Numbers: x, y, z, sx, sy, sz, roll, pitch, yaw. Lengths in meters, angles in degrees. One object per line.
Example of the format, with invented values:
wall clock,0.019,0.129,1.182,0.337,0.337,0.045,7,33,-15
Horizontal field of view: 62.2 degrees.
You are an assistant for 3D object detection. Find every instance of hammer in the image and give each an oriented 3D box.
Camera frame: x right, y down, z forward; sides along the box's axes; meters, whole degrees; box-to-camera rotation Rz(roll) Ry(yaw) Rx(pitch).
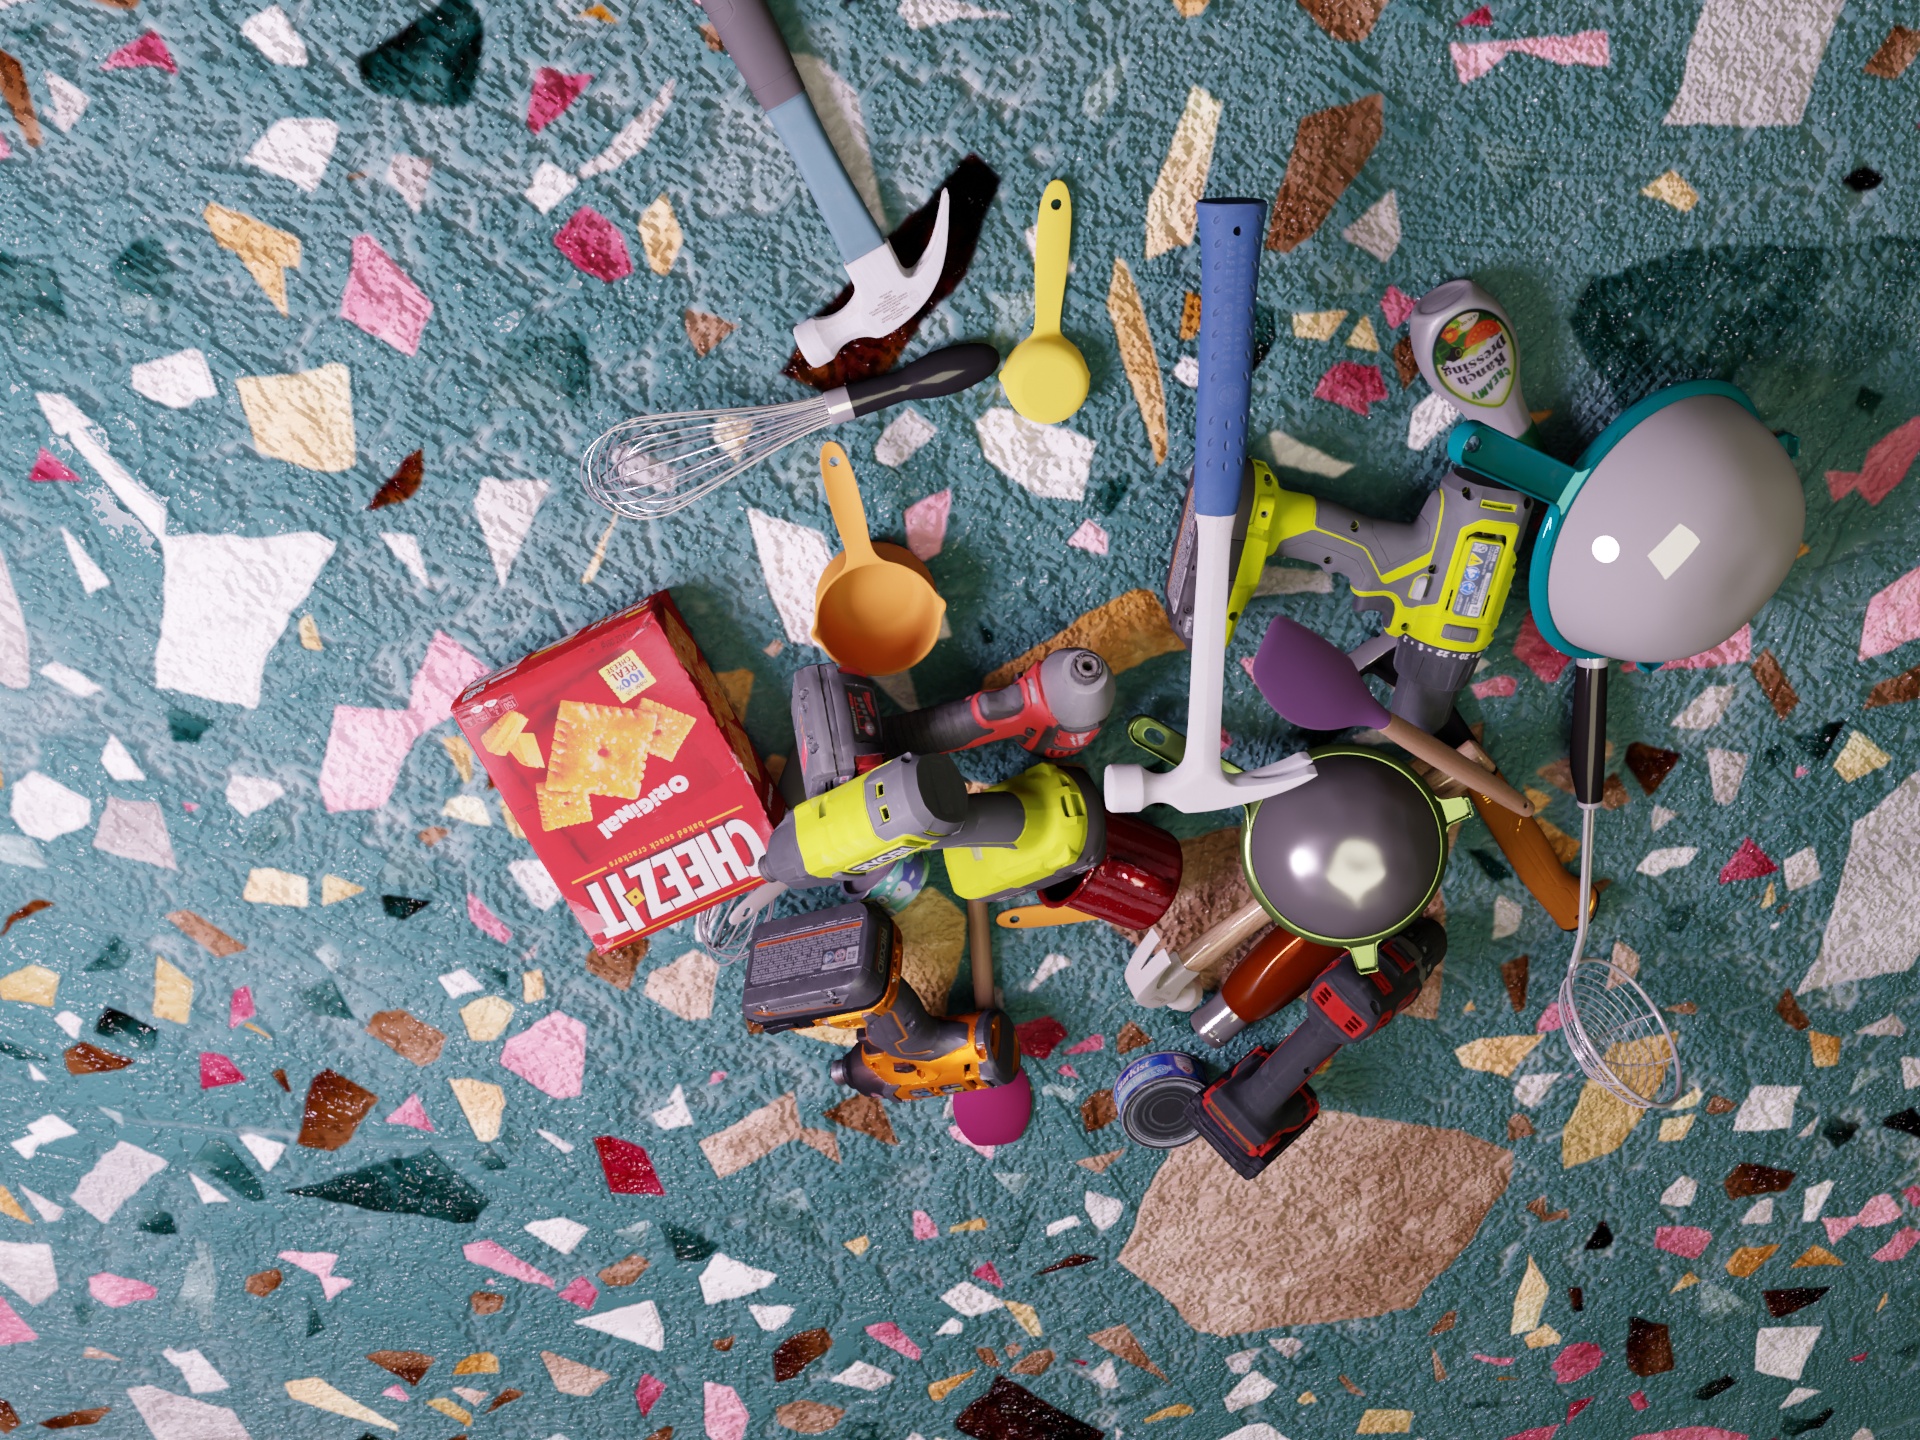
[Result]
hammer,0.404,0.056,1.244,0.127,0.034,0.336,-36,117,13
hammer,0.170,-0.124,1.024,0.144,0.035,0.405,-2,115,-2
hammer,0.264,0.122,1.223,0.331,0.031,0.130,-39,149,18
hammer,-0.112,-0.381,0.945,0.128,0.033,0.330,-25,119,9

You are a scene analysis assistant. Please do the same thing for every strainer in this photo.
strainer,0.233,0.067,1.142,0.256,0.069,0.151,30,97,2
strainer,0.450,-0.127,1.042,0.340,0.095,0.211,12,113,-38

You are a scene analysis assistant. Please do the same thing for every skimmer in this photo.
skimmer,0.517,0.124,1.233,0.090,0.127,0.363,8,111,37

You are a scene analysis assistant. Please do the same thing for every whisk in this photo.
whisk,-0.141,0.086,1.199,0.055,0.055,0.239,20,112,-16
whisk,-0.110,-0.197,1.038,0.284,0.070,0.070,-18,120,-1

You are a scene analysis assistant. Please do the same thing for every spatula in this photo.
spatula,0.307,0.011,1.102,0.315,0.018,0.060,25,86,-34

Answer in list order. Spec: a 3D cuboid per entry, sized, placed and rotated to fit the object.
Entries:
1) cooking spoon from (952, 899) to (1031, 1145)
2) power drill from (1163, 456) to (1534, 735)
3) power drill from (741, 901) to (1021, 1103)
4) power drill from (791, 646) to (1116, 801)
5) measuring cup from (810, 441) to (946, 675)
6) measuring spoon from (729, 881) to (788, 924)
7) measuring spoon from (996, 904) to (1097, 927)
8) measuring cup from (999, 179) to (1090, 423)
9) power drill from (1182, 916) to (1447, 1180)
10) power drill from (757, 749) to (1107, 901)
cooking spoon,0.020,0.237,1.315,0.068,0.017,0.318,-6,120,-2
power drill,0.263,-0.089,1.105,0.228,0.080,0.190,9,114,-4
power drill,-0.074,0.233,1.241,0.164,0.084,0.226,-15,140,25
power drill,-0.002,-0.004,1.099,0.219,0.143,0.079,-9,75,-10
measuring cup,-0.068,-0.117,1.089,0.095,0.052,0.173,-14,118,2
measuring spoon,-0.121,0.118,1.197,0.124,0.018,0.034,-37,142,-23
measuring spoon,0.087,0.158,1.281,0.117,0.011,0.021,-4,120,-4
measuring cup,0.059,-0.267,1.028,0.062,0.029,0.156,-1,121,-5
power drill,0.298,0.253,1.290,0.080,0.188,0.226,45,125,20
power drill,-0.018,0.079,1.109,0.171,0.080,0.223,-26,158,37
